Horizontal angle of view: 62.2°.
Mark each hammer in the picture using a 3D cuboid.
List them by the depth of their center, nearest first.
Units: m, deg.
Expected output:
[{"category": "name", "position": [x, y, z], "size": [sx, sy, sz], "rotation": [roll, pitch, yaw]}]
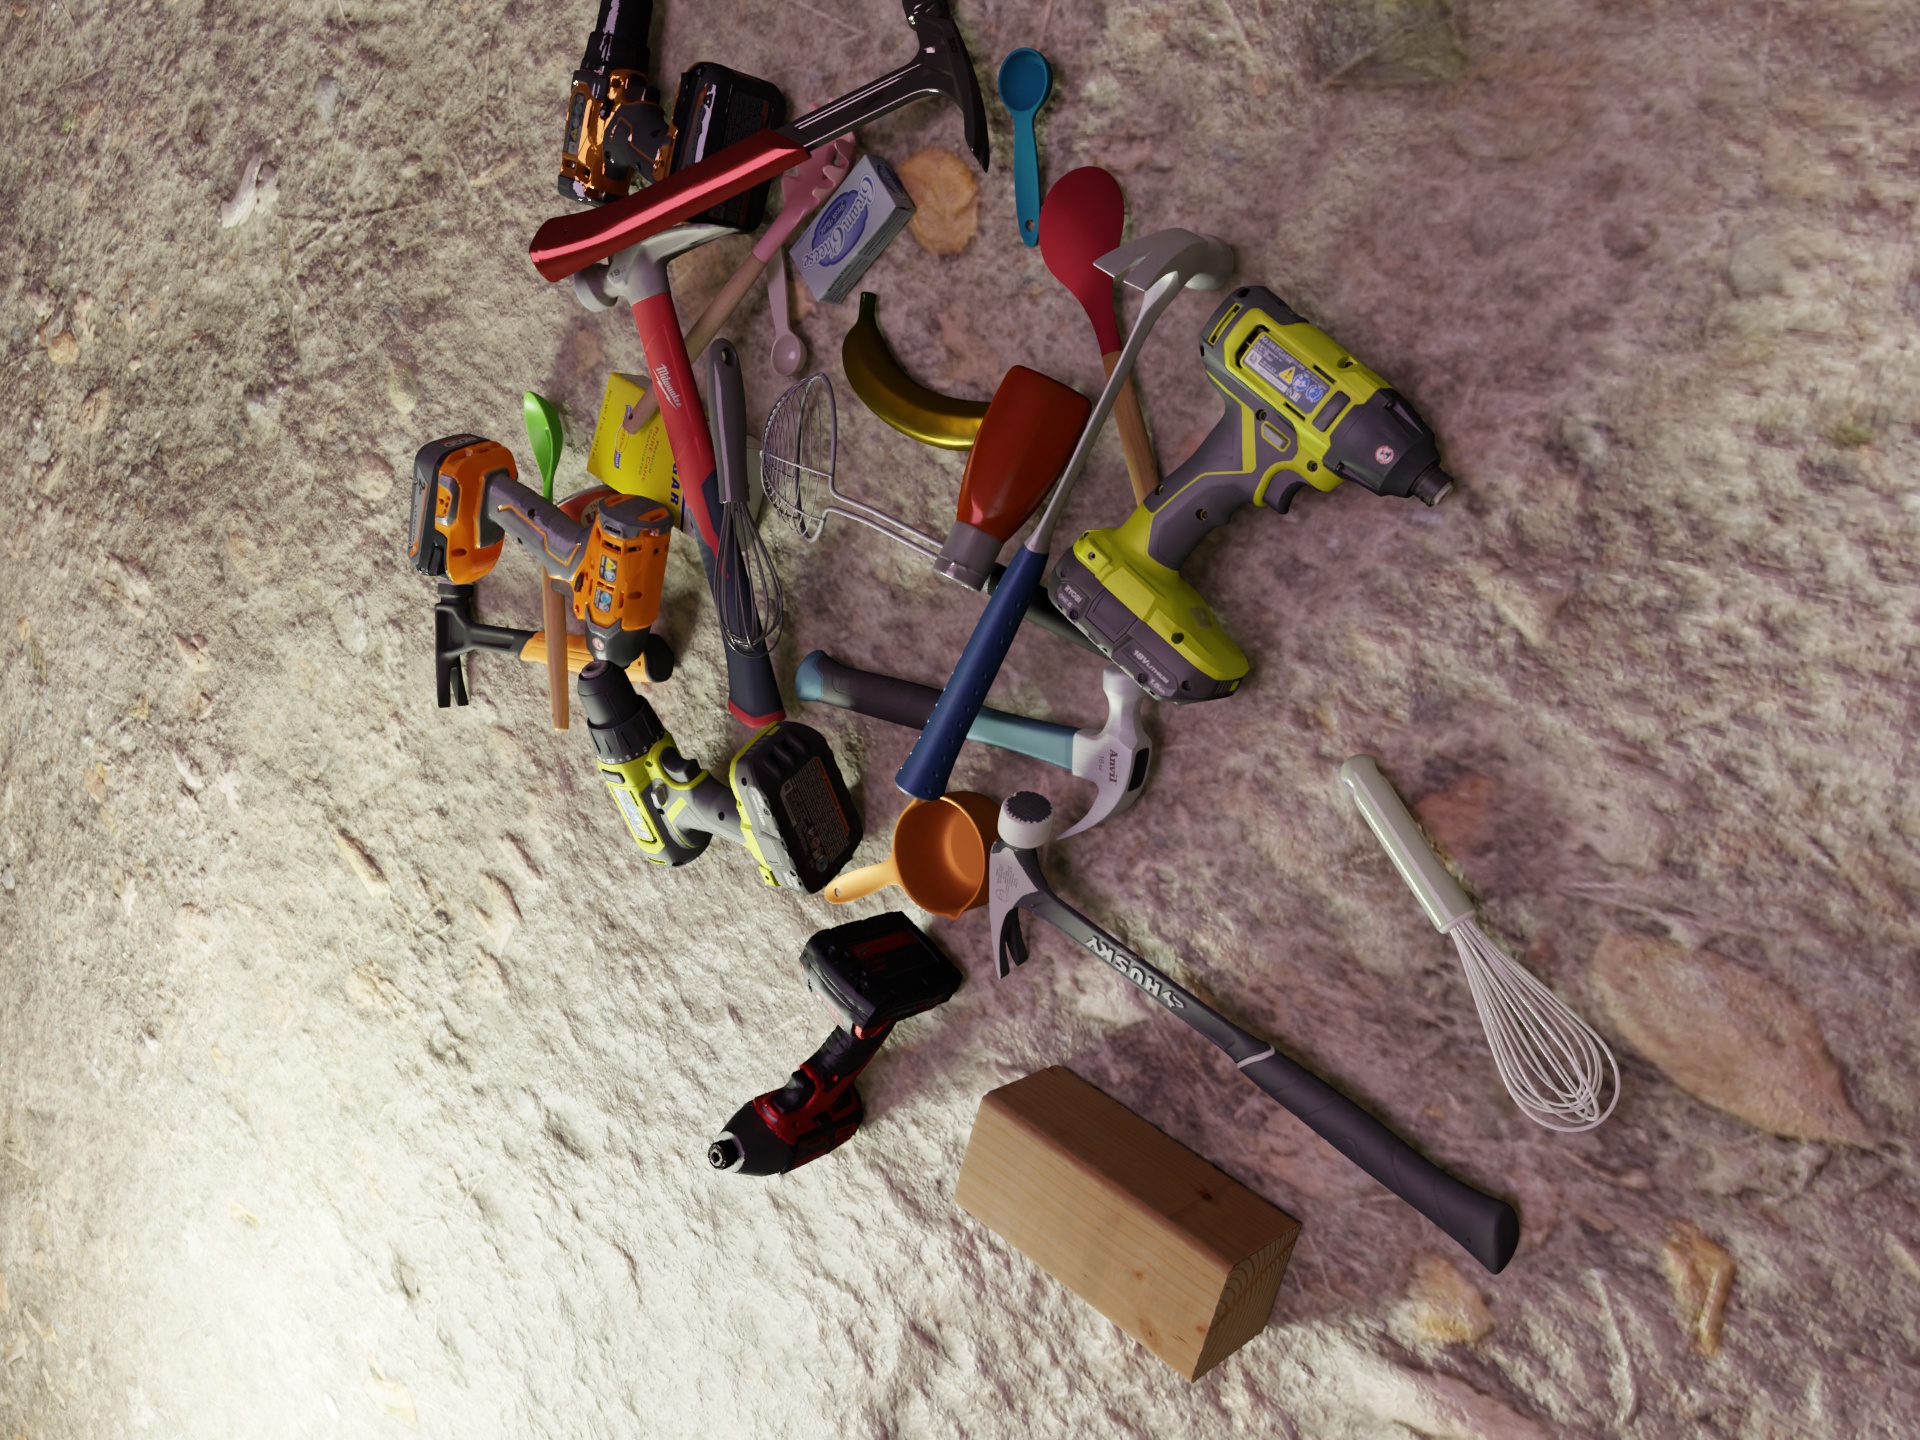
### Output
[{"category": "hammer", "position": [0.050, -0.120, 1.011], "size": [0.035, 0.144, 0.405], "rotation": [33, 115, 16]}, {"category": "hammer", "position": [0.170, 0.207, 1.016], "size": [0.409, 0.036, 0.149], "rotation": [35, 135, 29]}, {"category": "hammer", "position": [-0.002, -0.004, 1.149], "size": [0.331, 0.033, 0.128], "rotation": [15, 113, 41]}, {"category": "hammer", "position": [-0.154, -0.395, 1.154], "size": [0.359, 0.036, 0.149], "rotation": [-20, 73, 17]}, {"category": "hammer", "position": [-0.188, -0.186, 1.241], "size": [0.143, 0.038, 0.386], "rotation": [-13, 96, 27]}, {"category": "hammer", "position": [-0.384, -0.059, 1.476], "size": [0.337, 0.034, 0.127], "rotation": [8, 99, 40]}]

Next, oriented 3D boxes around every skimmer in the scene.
[{"category": "skimmer", "position": [-0.009, -0.138, 1.150], "size": [0.363, 0.090, 0.127], "rotation": [30, 127, 23]}]

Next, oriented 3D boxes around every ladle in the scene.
[{"category": "ladle", "position": [0.106, -0.216, 1.048], "size": [0.069, 0.031, 0.315], "rotation": [-17, 85, 39]}]

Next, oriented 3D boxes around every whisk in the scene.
[{"category": "whisk", "position": [0.292, 0.122, 0.916], "size": [0.059, 0.057, 0.246], "rotation": [-30, 68, 3]}, {"category": "whisk", "position": [-0.166, -0.166, 1.194], "size": [0.055, 0.055, 0.239], "rotation": [0, 98, 40]}]

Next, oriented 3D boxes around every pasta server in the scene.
[{"category": "pasta server", "position": [-0.178, -0.344, 1.242], "size": [0.316, 0.040, 0.060], "rotation": [-46, 54, 24]}]

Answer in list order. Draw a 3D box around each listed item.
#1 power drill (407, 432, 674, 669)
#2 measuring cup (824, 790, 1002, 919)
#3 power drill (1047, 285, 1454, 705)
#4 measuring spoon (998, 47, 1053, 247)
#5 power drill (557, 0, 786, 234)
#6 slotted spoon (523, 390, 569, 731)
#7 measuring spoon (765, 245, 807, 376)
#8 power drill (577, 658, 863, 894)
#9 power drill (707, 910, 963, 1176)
[{"category": "power drill", "position": [-0.351, -0.135, 1.337], "size": [0.226, 0.084, 0.164], "rotation": [23, 119, 16]}, {"category": "measuring cup", "position": [-0.030, 0.107, 1.180], "size": [0.173, 0.052, 0.095], "rotation": [-24, 79, 41]}, {"category": "power drill", "position": [0.171, -0.123, 0.960], "size": [0.171, 0.080, 0.223], "rotation": [45, 114, 19]}, {"category": "measuring spoon", "position": [0.050, -0.390, 1.087], "size": [0.042, 0.021, 0.128], "rotation": [9, 110, 39]}, {"category": "power drill", "position": [-0.239, -0.496, 1.281], "size": [0.226, 0.084, 0.185], "rotation": [29, 111, 40]}, {"category": "slotted spoon", "position": [-0.367, -0.145, 1.429], "size": [0.070, 0.031, 0.314], "rotation": [-25, 69, 62]}, {"category": "measuring spoon", "position": [-0.137, -0.329, 1.254], "size": [0.034, 0.018, 0.124], "rotation": [-16, 77, 41]}, {"category": "power drill", "position": [-0.202, 0.044, 1.263], "size": [0.229, 0.080, 0.190], "rotation": [10, 132, 37]}, {"category": "power drill", "position": [-0.103, 0.255, 1.199], "size": [0.079, 0.143, 0.219], "rotation": [43, 118, 26]}]
